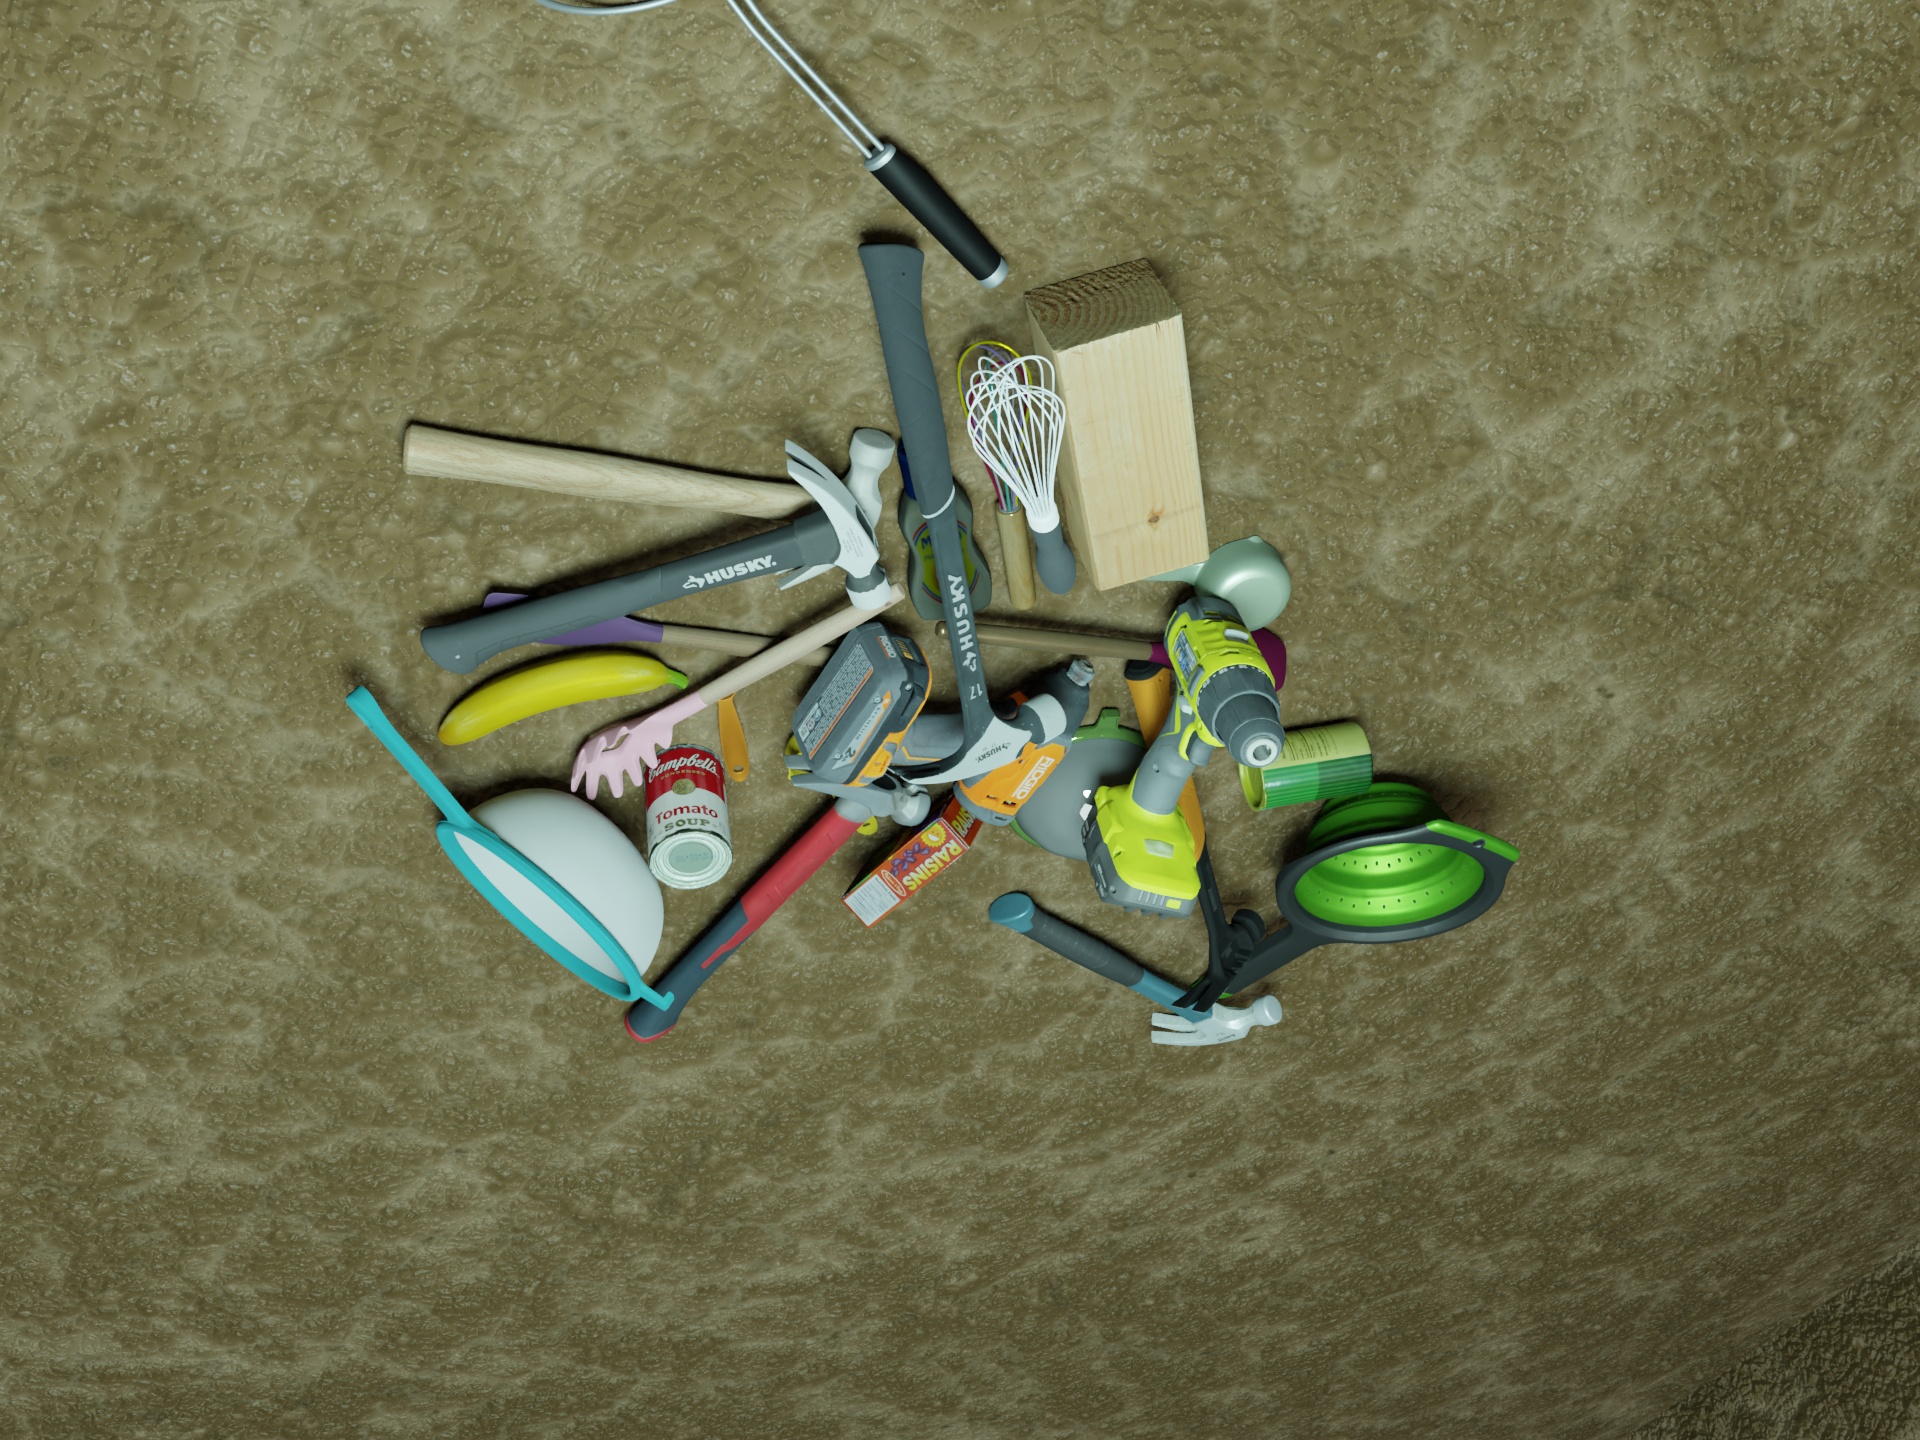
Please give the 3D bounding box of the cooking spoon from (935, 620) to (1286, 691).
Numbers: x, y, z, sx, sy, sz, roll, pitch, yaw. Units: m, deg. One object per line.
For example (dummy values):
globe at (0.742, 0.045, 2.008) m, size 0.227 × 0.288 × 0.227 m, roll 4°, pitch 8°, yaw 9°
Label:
cooking spoon at (0.129, -0.058, 1.287) m, size 0.318 × 0.017 × 0.069 m, roll 5°, pitch 86°, yaw -21°

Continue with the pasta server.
pasta server at (-0.176, -0.024, 1.235) m, size 0.316 × 0.040 × 0.060 m, roll -27°, pitch 150°, yaw 18°

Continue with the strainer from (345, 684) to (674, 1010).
strainer at (-0.340, 0.078, 1.249) m, size 0.095 × 0.211 × 0.340 m, roll -49°, pitch 126°, yaw -25°

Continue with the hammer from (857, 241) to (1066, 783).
hammer at (-0.017, -0.136, 1.127) m, size 0.149 × 0.036 × 0.408 m, roll -27°, pitch 123°, yaw -26°

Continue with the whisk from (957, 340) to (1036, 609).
whisk at (0.037, -0.175, 1.176) m, size 0.047 × 0.051 × 0.244 m, roll -18°, pitch 136°, yaw -6°

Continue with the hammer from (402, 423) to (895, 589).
hammer at (-0.219, -0.166, 1.124) m, size 0.331 × 0.031 × 0.130 m, roll 5°, pitch 129°, yaw -19°

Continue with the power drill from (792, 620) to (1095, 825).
power drill at (-0.002, -0.004, 1.280) m, size 0.226 × 0.084 × 0.164 m, roll 16°, pitch 122°, yaw -38°

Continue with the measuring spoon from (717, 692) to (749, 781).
measuring spoon at (-0.188, 0.008, 1.302) m, size 0.021 × 0.011 × 0.116 m, roll -11°, pitch 136°, yaw -8°

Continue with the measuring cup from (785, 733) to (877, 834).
measuring cup at (-0.104, 0.052, 1.357) m, size 0.062 × 0.029 × 0.156 m, roll -24°, pitch 144°, yaw 3°

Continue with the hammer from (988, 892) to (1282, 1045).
hammer at (0.163, 0.248, 1.571) m, size 0.330 × 0.033 × 0.128 m, roll 31°, pitch 137°, yaw -29°

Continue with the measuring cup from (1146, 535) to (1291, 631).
measuring cup at (0.188, -0.108, 1.275) m, size 0.167 × 0.038 × 0.083 m, roll 3°, pitch 130°, yaw -20°

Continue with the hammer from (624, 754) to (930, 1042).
hammer at (-0.196, 0.166, 1.396) m, size 0.143 × 0.038 × 0.386 m, roll 17°, pitch 129°, yaw -41°

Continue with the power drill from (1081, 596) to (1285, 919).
power drill at (0.177, 0.040, 1.232) m, size 0.080 × 0.191 × 0.228 m, roll 13°, pitch 119°, yaw -14°

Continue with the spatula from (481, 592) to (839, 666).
spatula at (-0.206, -0.062, 1.227) m, size 0.315 × 0.018 × 0.059 m, roll 7°, pitch 147°, yaw -20°

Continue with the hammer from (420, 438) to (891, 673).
hammer at (-0.227, -0.098, 1.139) m, size 0.335 × 0.035 × 0.146 m, roll -15°, pitch 138°, yaw 6°

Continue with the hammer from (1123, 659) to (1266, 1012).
hammer at (0.195, 0.096, 1.393) m, size 0.034 × 0.127 × 0.336 m, roll 7°, pitch 127°, yaw 40°

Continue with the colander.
colander at (0.351, 0.161, 1.537) m, size 0.204 × 0.095 × 0.397 m, roll 20°, pitch 141°, yaw -24°

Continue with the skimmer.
skimmer at (-0.096, -0.357, 0.948) m, size 0.127 × 0.090 × 0.362 m, roll -10°, pitch 146°, yaw 40°

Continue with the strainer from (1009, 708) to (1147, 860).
strainer at (0.149, 0.108, 1.435) m, size 0.151 × 0.069 × 0.256 m, roll -36°, pitch 128°, yaw 17°

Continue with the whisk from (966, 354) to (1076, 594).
whisk at (0.054, -0.164, 1.125) m, size 0.070 × 0.070 × 0.284 m, roll -20°, pitch 153°, yaw 3°
